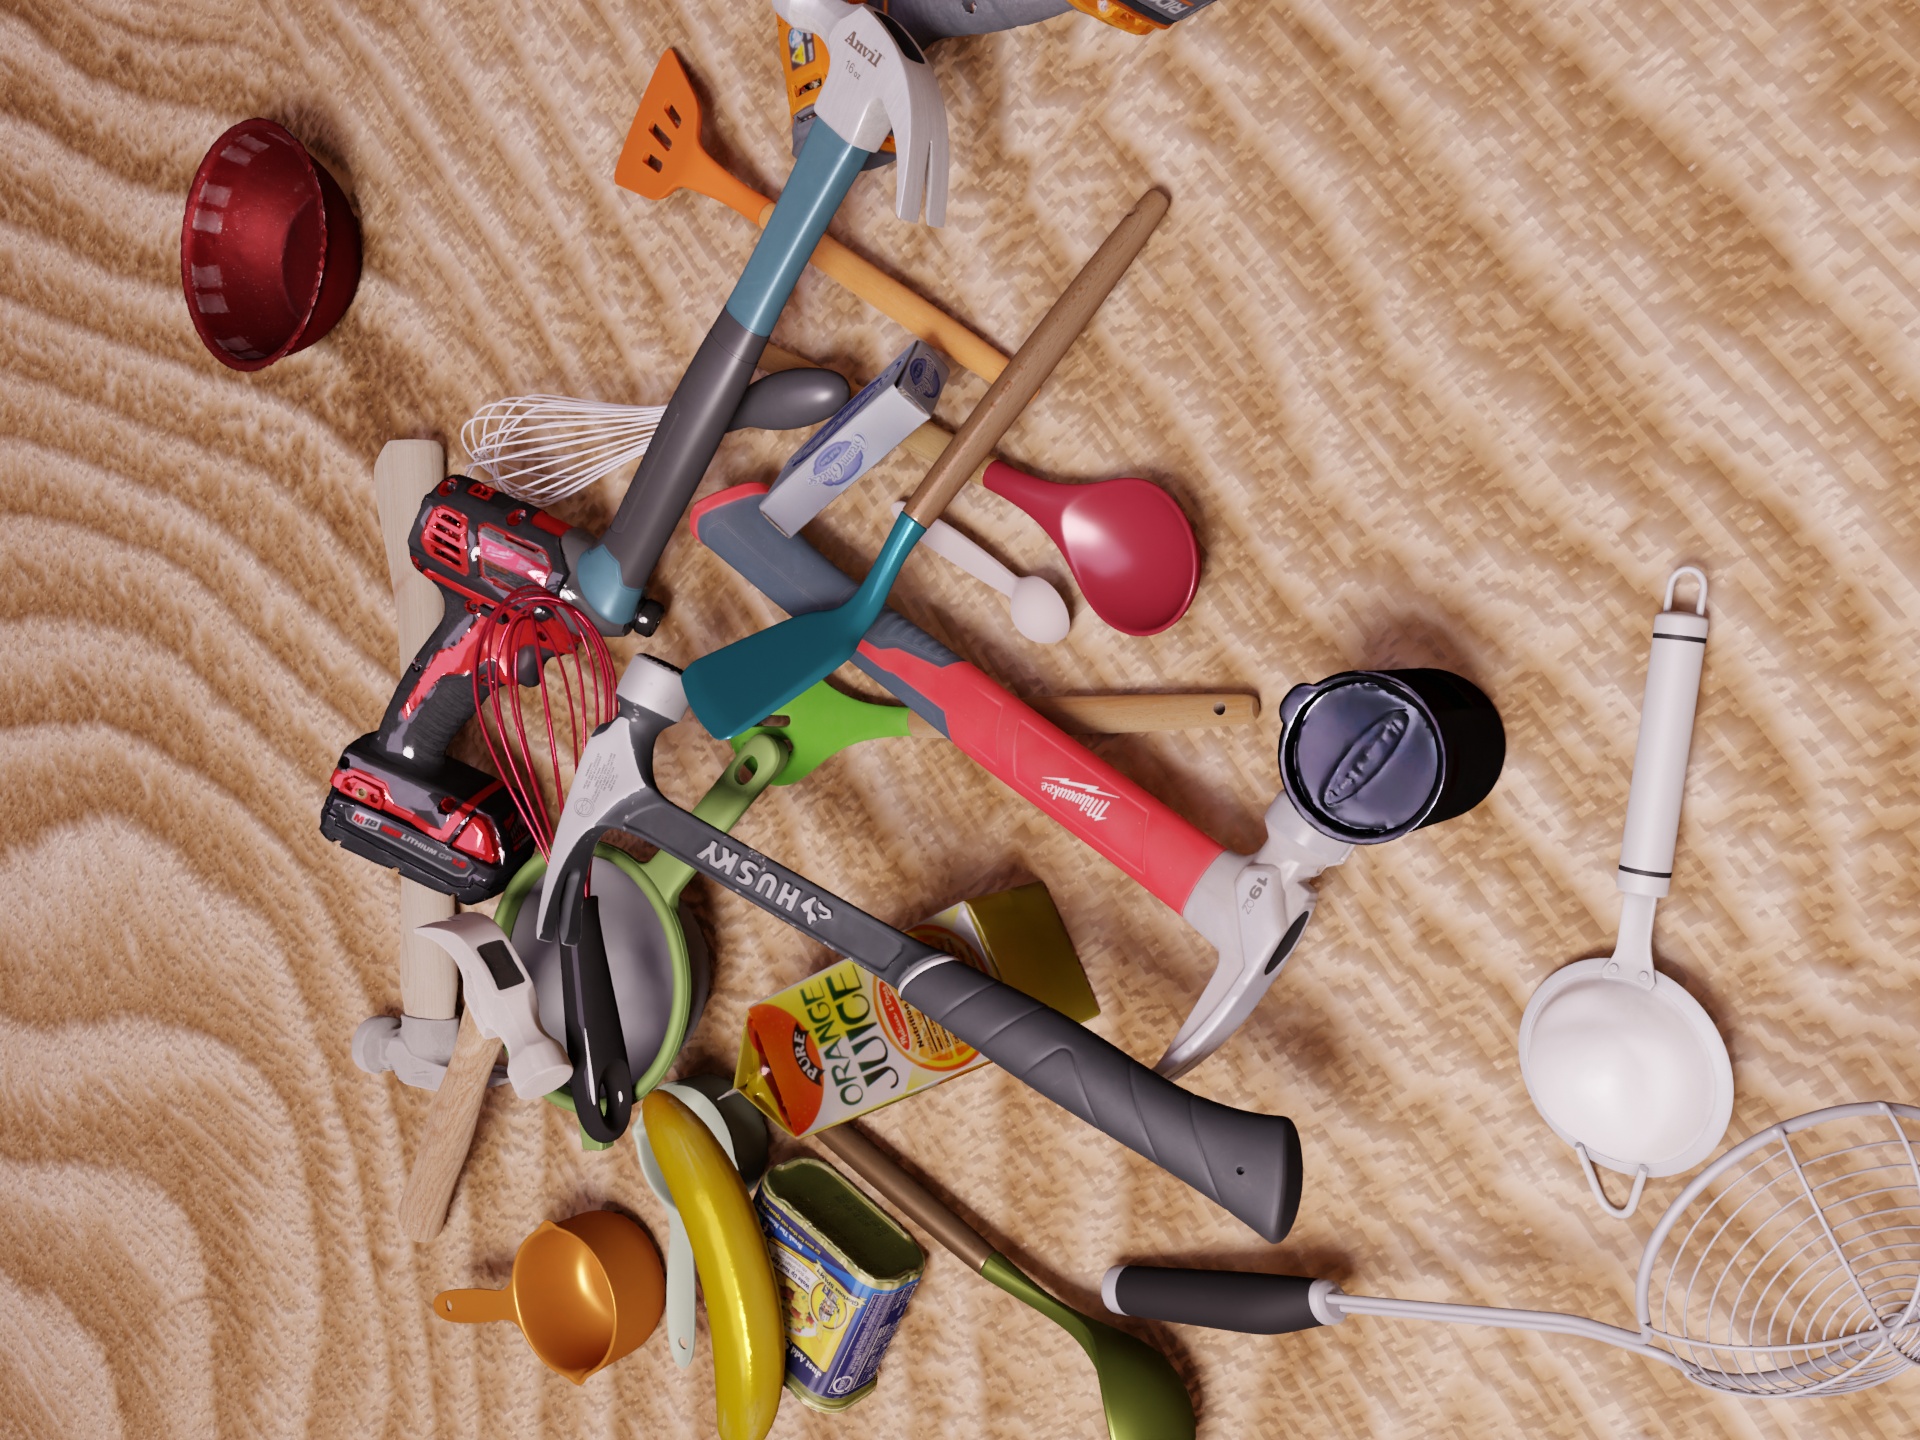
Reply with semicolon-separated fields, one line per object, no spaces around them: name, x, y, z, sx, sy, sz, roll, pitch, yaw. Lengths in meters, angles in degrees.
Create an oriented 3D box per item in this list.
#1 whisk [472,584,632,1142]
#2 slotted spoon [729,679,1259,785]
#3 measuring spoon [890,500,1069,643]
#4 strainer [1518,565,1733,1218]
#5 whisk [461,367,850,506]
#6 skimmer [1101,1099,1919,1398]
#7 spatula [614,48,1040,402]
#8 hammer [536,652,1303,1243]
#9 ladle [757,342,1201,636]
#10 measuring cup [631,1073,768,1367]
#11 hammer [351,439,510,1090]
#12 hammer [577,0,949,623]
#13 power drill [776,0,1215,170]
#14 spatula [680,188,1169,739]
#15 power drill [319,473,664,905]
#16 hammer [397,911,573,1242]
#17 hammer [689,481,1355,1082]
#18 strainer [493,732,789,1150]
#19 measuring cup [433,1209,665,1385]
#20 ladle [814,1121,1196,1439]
whisk;-0.204;0.075;0.835;0.073;0.073;0.296;-8;90;34
slotted spoon;-0.001;-0.003;0.789;0.314;0.031;0.070;-2;88;33
measuring spoon;0.004;-0.074;0.779;0.124;0.018;0.034;37;147;30
strainer;0.259;0.069;0.611;0.087;0.050;0.258;11;96;48
whisk;-0.173;-0.161;0.871;0.285;0.070;0.070;-3;91;34
skimmer;0.208;0.213;0.645;0.363;0.090;0.127;-16;127;45
spatula;-0.077;-0.251;0.829;0.323;0.041;0.081;39;113;22
hammer;-0.033;0.109;0.706;0.409;0.036;0.149;26;89;29
ladle;-0.005;-0.130;0.784;0.316;0.031;0.069;33;117;30
measuring cup;-0.144;0.280;0.897;0.083;0.038;0.167;8;99;33
hammer;-0.332;0.029;1.009;0.146;0.038;0.410;1;93;33
hammer;-0.110;-0.185;0.776;0.128;0.033;0.331;47;121;22
power drill;0.002;-0.367;0.734;0.226;0.084;0.164;-8;89;38
spatula;-0.013;-0.119;0.733;0.317;0.044;0.082;-52;32;7
power drill;-0.266;-0.015;0.909;0.143;0.078;0.219;25;104;-1
hammer;-0.297;0.225;0.935;0.130;0.031;0.331;57;140;24
hammer;-0.007;0.005;0.754;0.387;0.038;0.143;37;103;30
strainer;-0.161;0.103;0.882;0.256;0.069;0.152;-50;66;19
measuring cup;-0.249;0.345;0.962;0.173;0.052;0.095;-17;83;35
ladle;-0.013;0.265;0.796;0.320;0.062;0.078;31;153;33
